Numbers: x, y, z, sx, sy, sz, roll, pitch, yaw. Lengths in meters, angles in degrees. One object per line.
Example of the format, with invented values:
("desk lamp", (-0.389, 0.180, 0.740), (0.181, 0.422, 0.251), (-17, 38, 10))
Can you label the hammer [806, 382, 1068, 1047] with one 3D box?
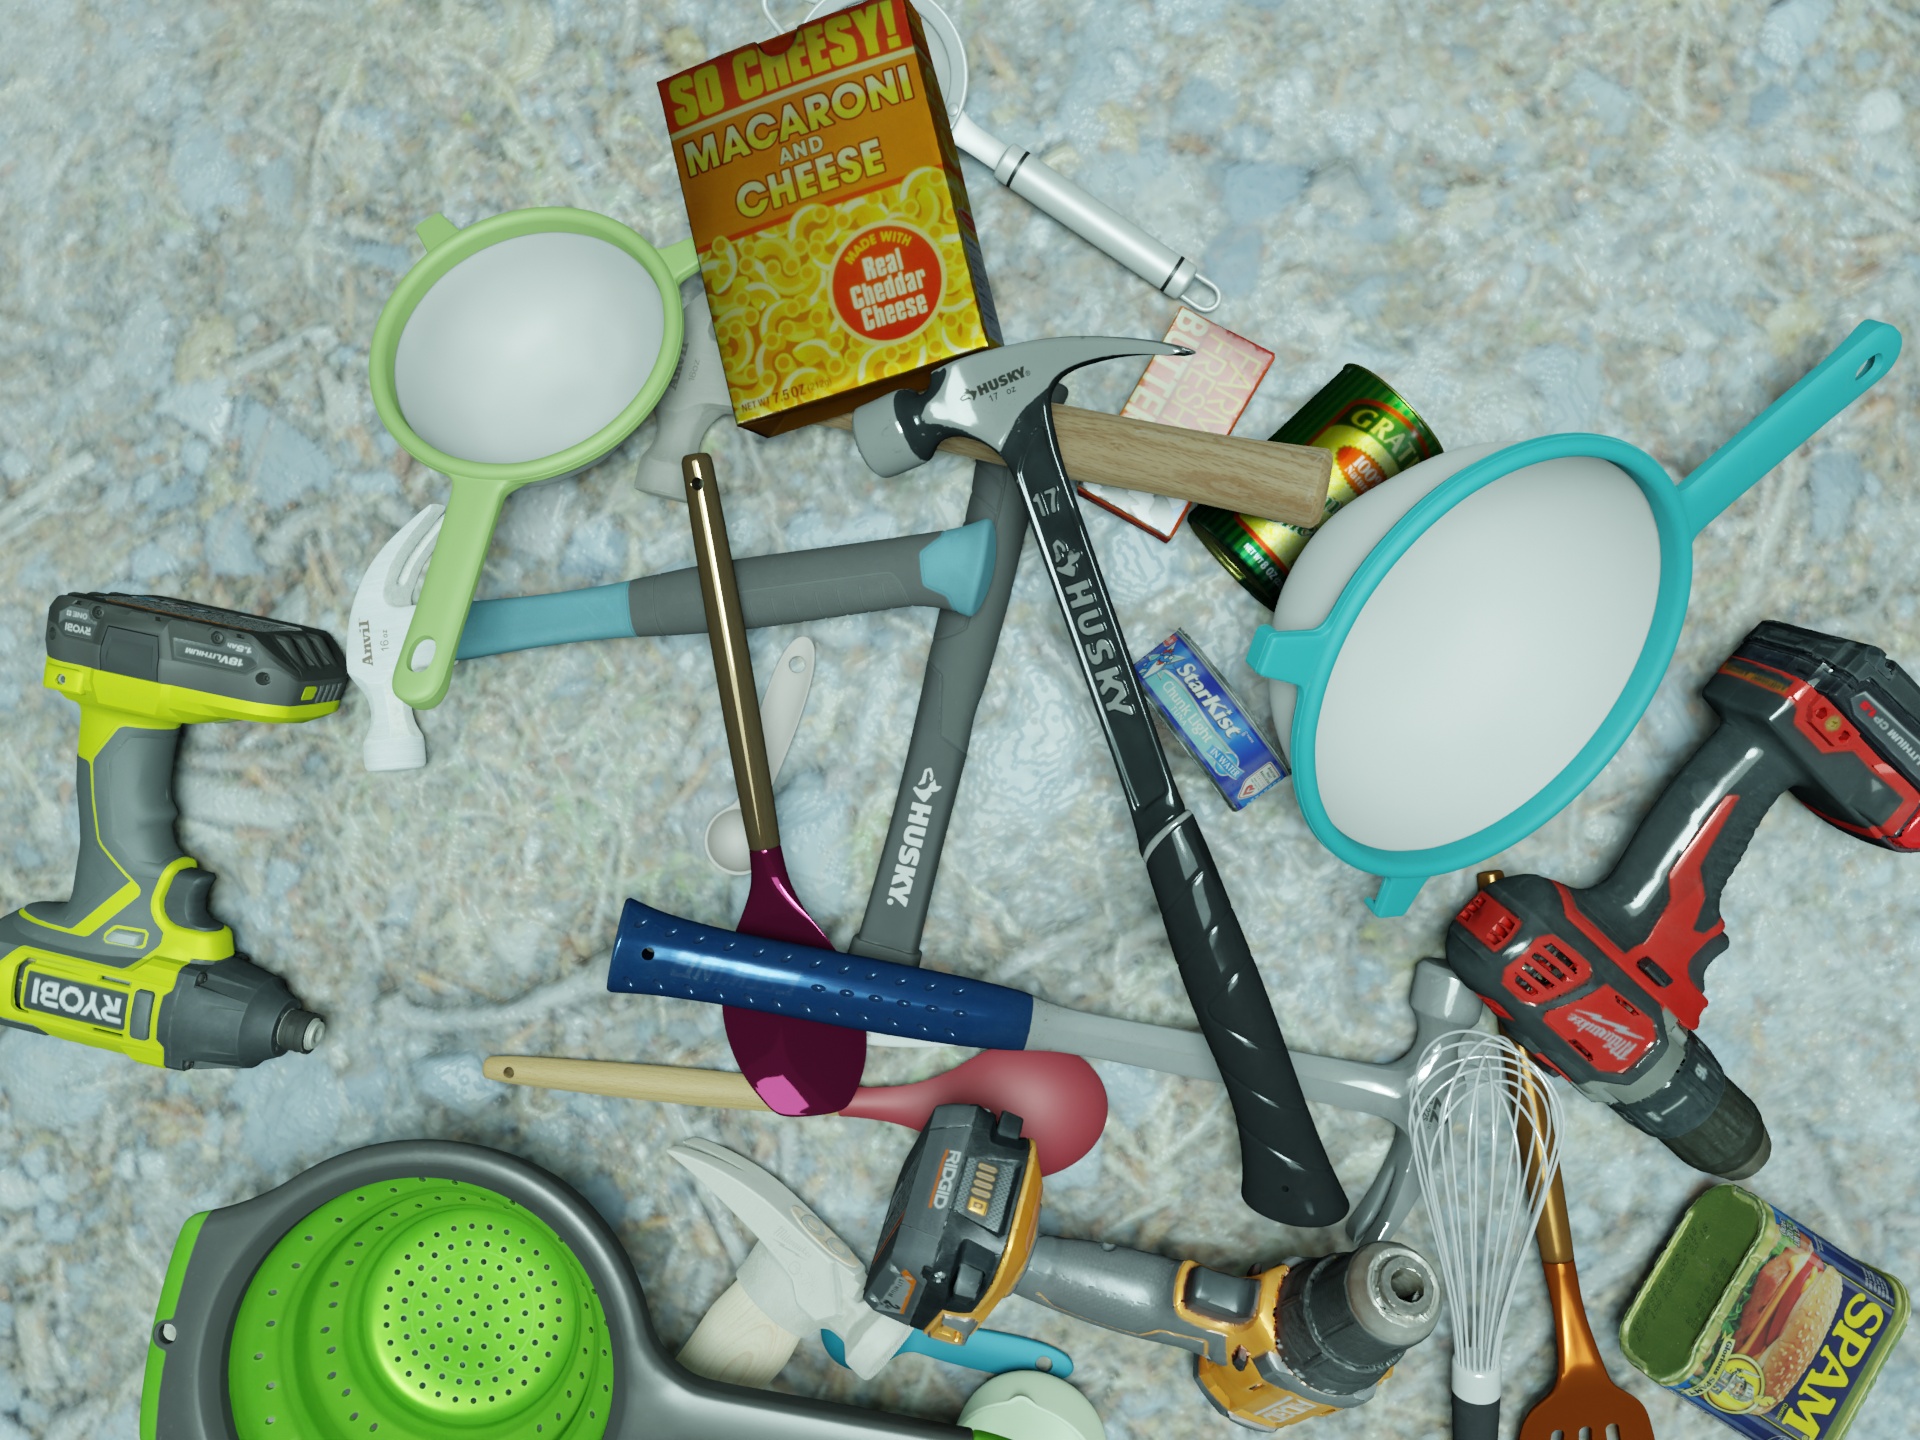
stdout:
("hammer", (-0.001, -0.002, 0.777), (0.146, 0.035, 0.335), (15, 92, 5))

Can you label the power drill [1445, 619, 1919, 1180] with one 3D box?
("power drill", (0.356, 0.088, 0.725), (0.187, 0.080, 0.226), (41, 95, -13))

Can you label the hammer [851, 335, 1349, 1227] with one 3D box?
("hammer", (0.088, 0.030, 0.691), (0.149, 0.036, 0.409), (-19, 94, 24))

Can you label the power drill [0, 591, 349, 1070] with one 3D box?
("power drill", (-0.386, 0.058, 0.789), (0.171, 0.080, 0.223), (12, 96, 5))

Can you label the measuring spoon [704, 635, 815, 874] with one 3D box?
("measuring spoon", (-0.096, 0.017, 0.797), (0.034, 0.018, 0.124), (18, 86, 4))

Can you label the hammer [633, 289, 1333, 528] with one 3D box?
("hammer", (0.007, -0.141, 0.742), (0.331, 0.031, 0.130), (13, 91, 17))

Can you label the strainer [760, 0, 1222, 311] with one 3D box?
("strainer", (0.017, -0.271, 0.768), (0.258, 0.050, 0.087), (33, 101, -3))

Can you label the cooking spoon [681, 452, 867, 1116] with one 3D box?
("cooking spoon", (-0.096, 0.034, 0.746), (0.069, 0.017, 0.319), (-8, 98, 10))

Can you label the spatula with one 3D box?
("spatula", (0.280, 0.232, 0.767), (0.081, 0.041, 0.323), (-9, 86, 3))

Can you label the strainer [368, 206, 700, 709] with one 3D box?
("strainer", (-0.209, -0.117, 0.748), (0.151, 0.069, 0.256), (8, 71, 10))

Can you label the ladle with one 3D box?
("ladle", (-0.085, 0.185, 0.792), (0.315, 0.031, 0.069), (3, 92, 6))

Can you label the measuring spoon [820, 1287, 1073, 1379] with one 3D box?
("measuring spoon", (-0.008, 0.312, 0.788), (0.128, 0.021, 0.042), (9, 92, 5))

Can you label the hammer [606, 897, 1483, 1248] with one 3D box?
("hammer", (0.040, 0.149, 0.740), (0.405, 0.035, 0.144), (12, 93, -7))

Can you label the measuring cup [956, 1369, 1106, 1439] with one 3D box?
("measuring cup", (-0.009, 0.352, 0.785), (0.167, 0.038, 0.083), (2, 104, 16))

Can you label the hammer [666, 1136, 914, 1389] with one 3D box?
("hammer", (-0.198, 0.403, 0.793), (0.146, 0.038, 0.410), (39, 96, 15))

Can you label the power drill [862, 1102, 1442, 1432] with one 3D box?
("power drill", (0.083, 0.243, 0.697), (0.226, 0.185, 0.084), (19, 57, -1))

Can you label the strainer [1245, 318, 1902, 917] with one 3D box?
("strainer", (0.262, -0.081, 0.714), (0.340, 0.095, 0.210), (-39, 130, -5))

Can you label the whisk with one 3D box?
("whisk", (0.239, 0.276, 0.739), (0.070, 0.070, 0.284), (-2, 104, 4))

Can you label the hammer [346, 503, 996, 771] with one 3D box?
("hammer", (-0.144, -0.055, 0.770), (0.331, 0.033, 0.128), (-6, 89, 12))

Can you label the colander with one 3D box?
("colander", (-0.158, 0.303, 0.736), (0.397, 0.094, 0.204), (11, 87, 0))
